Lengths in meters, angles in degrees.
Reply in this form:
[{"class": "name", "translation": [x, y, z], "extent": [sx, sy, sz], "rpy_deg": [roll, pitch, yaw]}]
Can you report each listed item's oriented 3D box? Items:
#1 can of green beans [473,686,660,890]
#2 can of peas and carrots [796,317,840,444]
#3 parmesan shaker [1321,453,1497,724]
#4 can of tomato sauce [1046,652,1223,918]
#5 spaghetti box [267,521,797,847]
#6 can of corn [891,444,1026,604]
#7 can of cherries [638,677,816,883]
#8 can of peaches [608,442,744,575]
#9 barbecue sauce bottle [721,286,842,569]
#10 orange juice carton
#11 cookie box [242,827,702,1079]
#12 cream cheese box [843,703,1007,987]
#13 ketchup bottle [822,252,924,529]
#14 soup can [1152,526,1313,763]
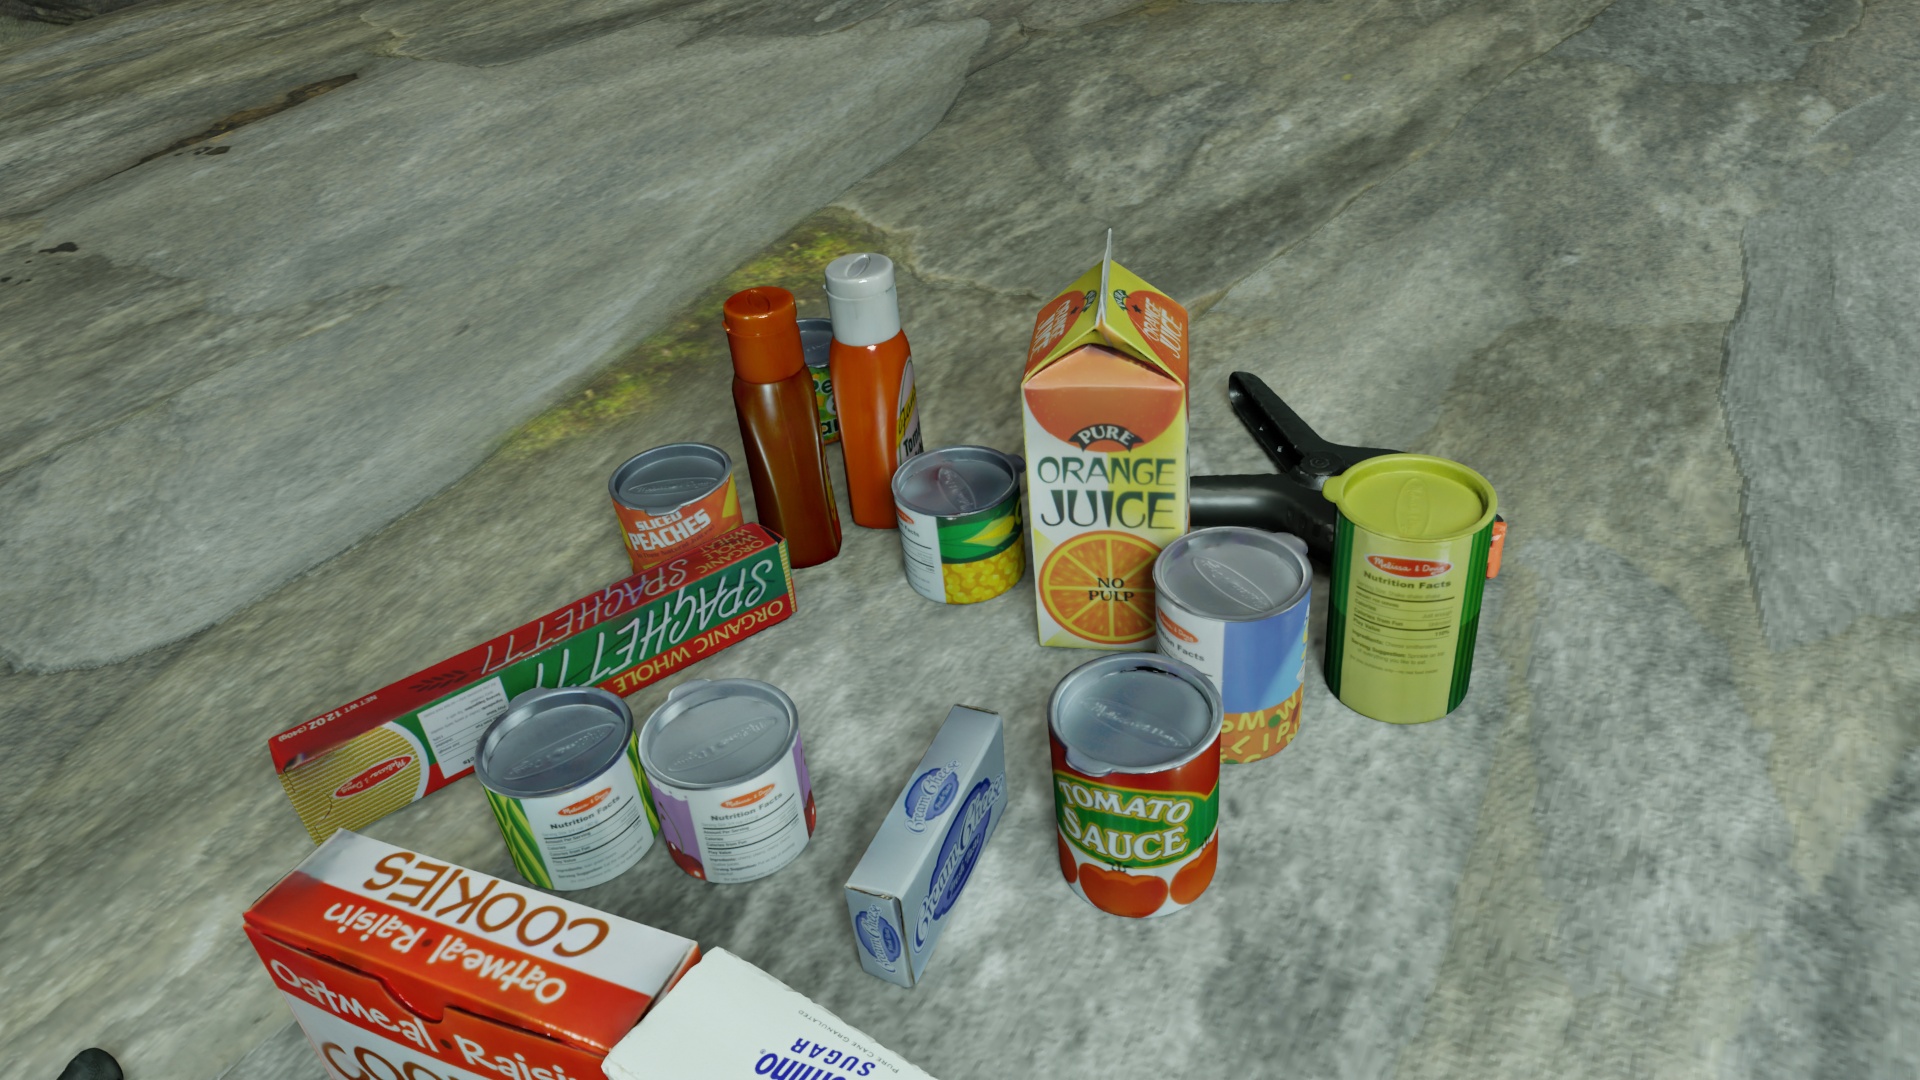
[{"class": "can of green beans", "translation": [-0.166, 0.105, 0.593], "extent": [0.071, 0.057, 0.071], "rpy_deg": [-4, 35, 3]}, {"class": "can of peas and carrots", "translation": [-0.094, -0.098, 0.867], "extent": [0.071, 0.058, 0.071], "rpy_deg": [-4, 35, 3]}, {"class": "parmesan shaker", "translation": [0.194, 0.022, 0.617], "extent": [0.071, 0.102, 0.072], "rpy_deg": [-4, 35, 3]}, {"class": "can of tomato sauce", "translation": [0.069, 0.098, 0.546], "extent": [0.071, 0.082, 0.071], "rpy_deg": [-4, 35, 3]}, {"class": "spaghetti box", "translation": [-0.193, 0.063, 0.664], "extent": [0.251, 0.050, 0.029], "rpy_deg": [-26, 40, -26]}, {"class": "can of corn", "translation": [0.003, -0.009, 0.728], "extent": [0.071, 0.058, 0.071], "rpy_deg": [-4, 35, 3]}, {"class": "can of cherries", "translation": [-0.098, 0.100, 0.590], "extent": [0.071, 0.058, 0.072], "rpy_deg": [-4, 35, 3]}, {"class": "can of peaches", "translation": [-0.152, -0.011, 0.754], "extent": [0.071, 0.057, 0.071], "rpy_deg": [-4, 35, 3]}, {"class": "barbecue sauce bottle", "translation": [-0.095, -0.060, 0.736], "extent": [0.044, 0.147, 0.065], "rpy_deg": [-15, 36, -12]}, {"class": "orange juice carton", "translation": [0.071, -0.043, 0.650], "extent": [0.073, 0.191, 0.072], "rpy_deg": [1, 36, 10]}, {"class": "cookie box", "translation": [-0.122, 0.167, 0.405], "extent": [0.123, 0.166, 0.040], "rpy_deg": [10, 38, 21]}, {"class": "cream cheese box", "translation": [-0.010, 0.119, 0.554], "extent": [0.024, 0.053, 0.104], "rpy_deg": [10, 38, 22]}, {"class": "ketchup bottle", "translation": [-0.047, -0.082, 0.760], "extent": [0.043, 0.148, 0.065], "rpy_deg": [2, 36, 12]}, {"class": "soup can", "translation": [0.121, 0.045, 0.612], "extent": [0.071, 0.083, 0.072], "rpy_deg": [-4, 35, 3]}]
